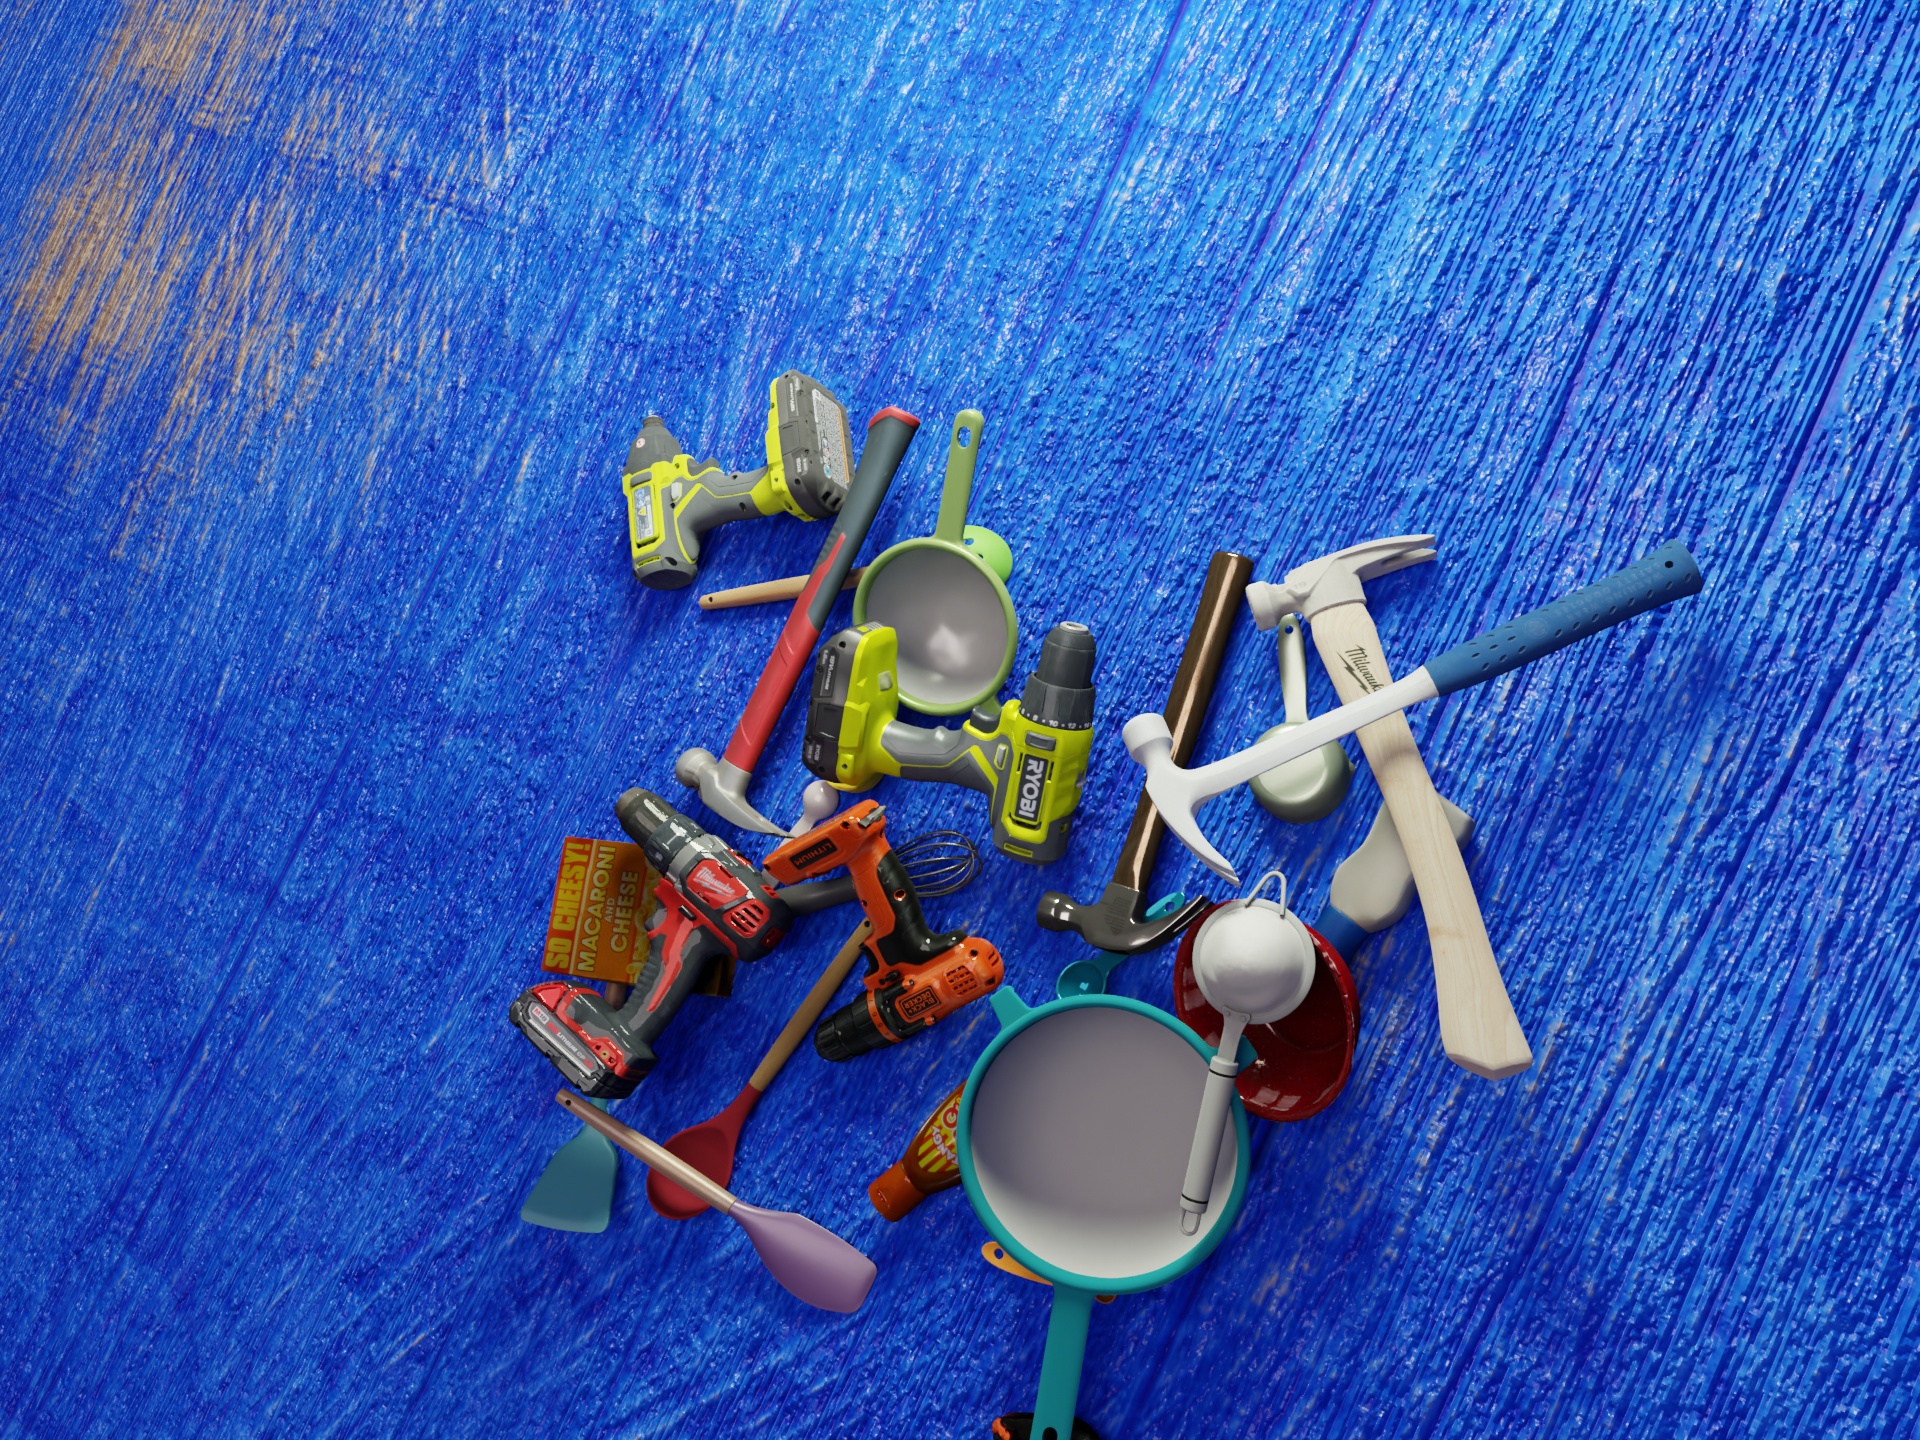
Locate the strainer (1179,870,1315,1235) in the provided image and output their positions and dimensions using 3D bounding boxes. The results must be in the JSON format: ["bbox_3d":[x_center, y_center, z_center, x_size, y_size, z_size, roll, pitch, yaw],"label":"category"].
[{"bbox_3d":[0.183,0.230,1.090,0.087,0.050,0.258,14,94,29],"label":"strainer"}]

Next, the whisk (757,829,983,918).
[{"bbox_3d":[-0.088,0.139,1.343,0.239,0.055,0.055,-17,70,24],"label":"whisk"}]

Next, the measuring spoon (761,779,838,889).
[{"bbox_3d":[-0.149,0.106,1.394,0.034,0.018,0.124,35,94,28],"label":"measuring spoon"}]

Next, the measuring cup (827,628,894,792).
[{"bbox_3d":[-0.078,-0.012,1.388,0.062,0.029,0.156,10,79,27],"label":"measuring cup"}]

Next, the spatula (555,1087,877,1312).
[{"bbox_3d":[-0.211,0.392,1.320,0.316,0.018,0.060,28,90,16],"label":"spatula"}]

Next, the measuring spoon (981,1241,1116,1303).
[{"bbox_3d":[0.068,0.421,1.217,0.117,0.011,0.021,8,80,30],"label":"measuring spoon"}]

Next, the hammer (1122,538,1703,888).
[{"bbox_3d":[0.324,-0.018,1.120,0.405,0.035,0.144,-25,58,6],"label":"hammer"}]

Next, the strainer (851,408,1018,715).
[{"bbox_3d":[-0.002,-0.133,1.323,0.151,0.069,0.256,17,110,20],"label":"strainer"}]

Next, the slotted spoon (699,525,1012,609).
[{"bbox_3d":[-0.102,-0.125,1.428,0.314,0.031,0.070,-6,78,25],"label":"slotted spoon"}]

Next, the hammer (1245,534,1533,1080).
[{"bbox_3d":[0.327,0.050,1.126,0.146,0.038,0.411,-18,59,11],"label":"hammer"}]

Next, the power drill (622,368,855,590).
[{"bbox_3d":[-0.215,-0.234,1.483,0.223,0.080,0.171,-16,71,24],"label":"power drill"}]

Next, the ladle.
[{"bbox_3d":[-0.160,0.288,1.348,0.069,0.031,0.315,36,92,20],"label":"ladle"}]

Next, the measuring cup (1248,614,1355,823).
[{"bbox_3d":[0.254,-0.006,1.220,0.083,0.038,0.168,-7,76,24],"label":"measuring cup"}]

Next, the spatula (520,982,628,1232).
[{"bbox_3d":[-0.317,0.287,1.413,0.082,0.044,0.318,4,77,14],"label":"spatula"}]

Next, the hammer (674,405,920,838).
[{"bbox_3d":[-0.121,-0.088,1.388,0.143,0.038,0.386,30,96,38],"label":"hammer"}]

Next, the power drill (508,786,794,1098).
[{"bbox_3d":[-0.274,0.185,1.344,0.188,0.080,0.227,40,86,16],"label":"power drill"}]

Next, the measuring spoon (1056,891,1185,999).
[{"bbox_3d":[0.130,0.182,1.247,0.128,0.021,0.042,-42,51,0],"label":"measuring spoon"}]

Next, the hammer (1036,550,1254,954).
[{"bbox_3d":[0.169,0.024,1.251,0.130,0.031,0.331,14,81,31],"label":"hammer"}]

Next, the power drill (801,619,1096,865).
[{"bbox_3d":[-0.002,-0.004,1.279,0.228,0.080,0.190,16,107,18],"label":"power drill"}]

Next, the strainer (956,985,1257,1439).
[{"bbox_3d":[0.098,0.366,1.172,0.211,0.095,0.340,10,91,13],"label":"strainer"}]
